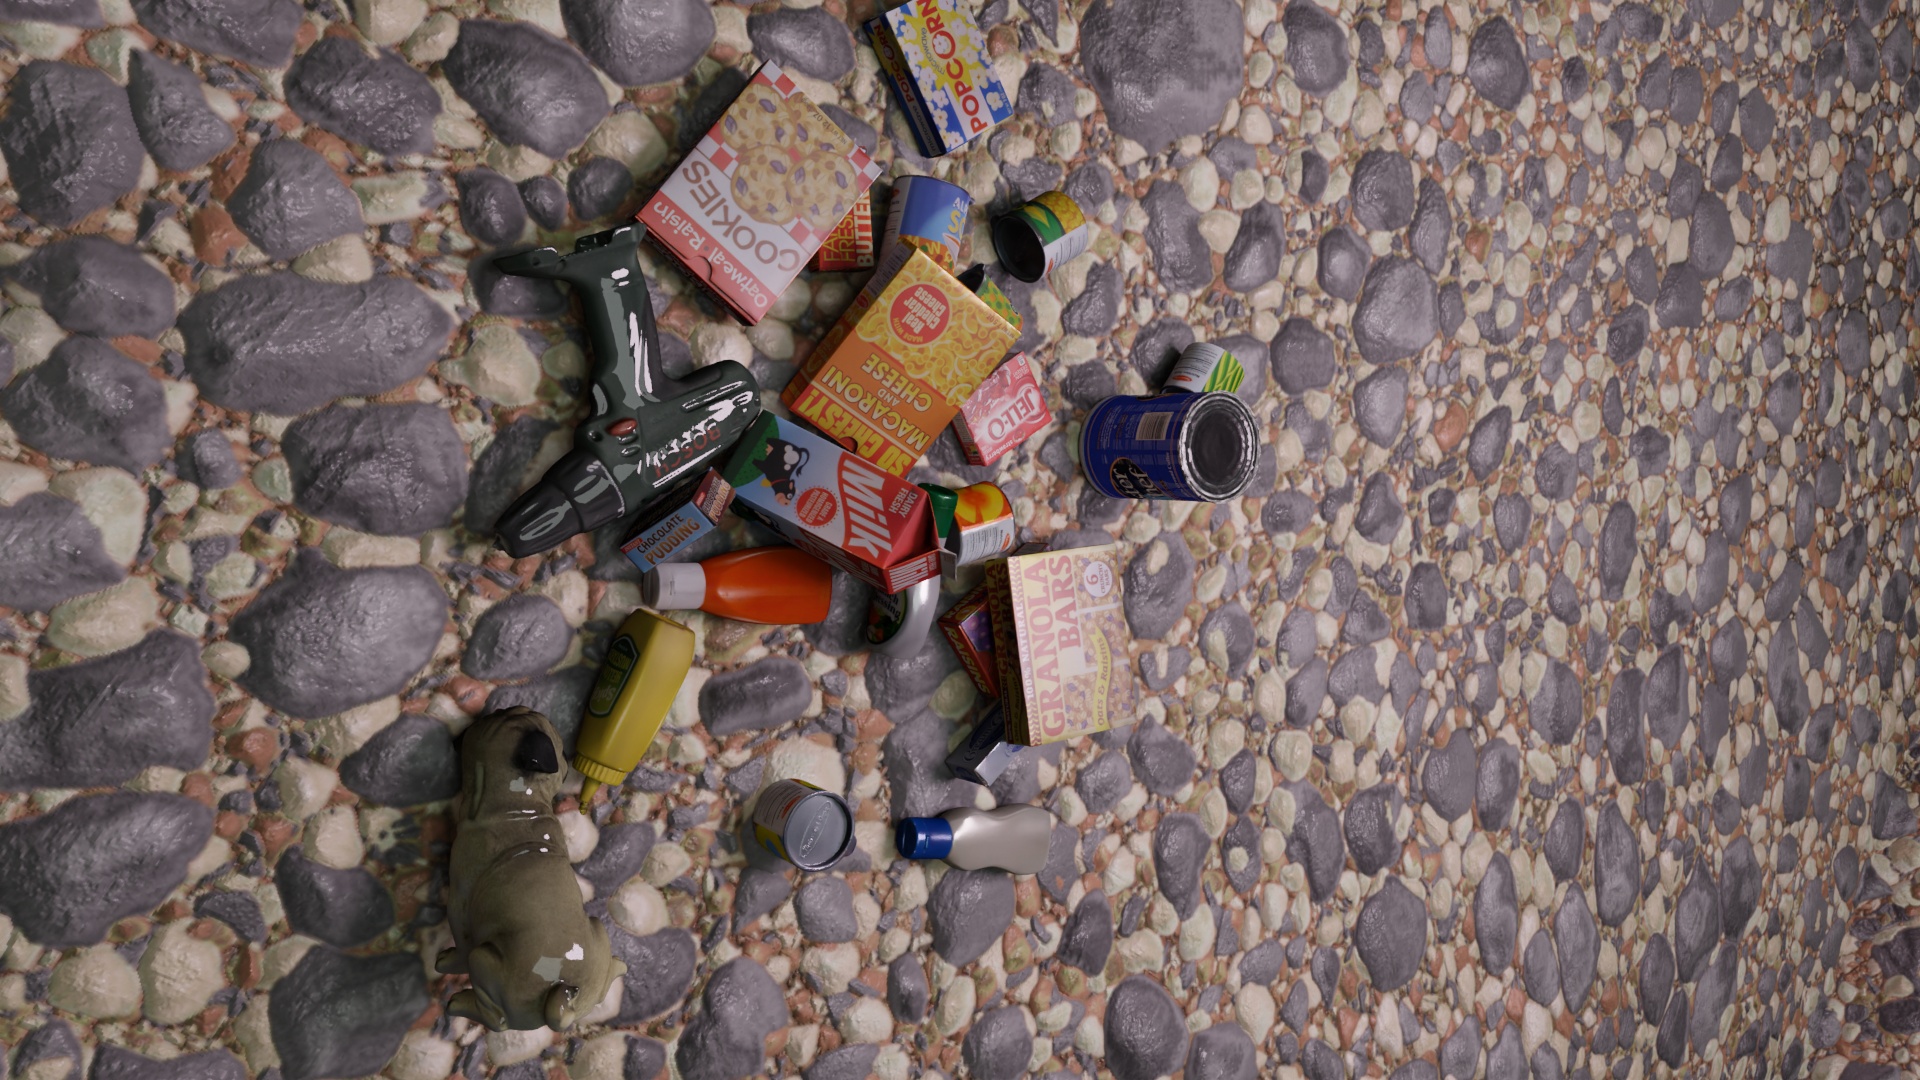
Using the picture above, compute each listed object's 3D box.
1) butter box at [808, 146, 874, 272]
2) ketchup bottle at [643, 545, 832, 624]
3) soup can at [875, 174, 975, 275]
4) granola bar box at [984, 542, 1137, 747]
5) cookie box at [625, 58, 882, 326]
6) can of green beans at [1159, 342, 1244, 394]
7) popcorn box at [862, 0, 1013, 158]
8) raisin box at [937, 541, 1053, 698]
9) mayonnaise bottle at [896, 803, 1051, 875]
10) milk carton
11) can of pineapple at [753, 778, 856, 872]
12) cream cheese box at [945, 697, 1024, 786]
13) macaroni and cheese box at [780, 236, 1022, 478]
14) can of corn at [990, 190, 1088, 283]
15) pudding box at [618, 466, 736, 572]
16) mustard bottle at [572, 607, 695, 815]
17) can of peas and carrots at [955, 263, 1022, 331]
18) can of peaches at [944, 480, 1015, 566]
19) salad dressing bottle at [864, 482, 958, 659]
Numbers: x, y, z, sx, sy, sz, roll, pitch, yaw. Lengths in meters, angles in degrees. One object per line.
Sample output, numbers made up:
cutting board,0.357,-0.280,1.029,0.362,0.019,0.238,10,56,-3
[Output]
butter box,-0.102,-0.275,1.154,0.053,0.024,0.103,-7,96,-33
ketchup bottle,-0.176,0.036,1.109,0.149,0.043,0.064,1,92,-34
soup can,-0.029,-0.258,1.179,0.071,0.071,0.084,14,85,-34
granola bar box,0.090,0.091,1.241,0.124,0.039,0.165,-7,90,-34
cookie box,-0.160,-0.270,1.087,0.123,0.040,0.168,42,76,-21
can of green beans,0.239,-0.154,1.371,0.071,0.071,0.058,42,70,-29
popcorn box,-0.017,-0.405,1.197,0.085,0.038,0.126,-37,112,-27
raisin box,0.049,0.071,1.270,0.124,0.040,0.086,-40,115,-25
mayonnaise bottle,0.013,0.269,1.256,0.148,0.041,0.065,9,86,-33
milk carton,-0.087,-0.021,1.086,0.191,0.072,0.073,27,74,9
can of pineapple,-0.128,0.235,1.145,0.071,0.058,0.071,-3,95,-34
cream cheese box,0.037,0.176,1.258,0.104,0.053,0.024,-46,112,-24
macaroni and cheese box,-0.049,-0.146,1.149,0.123,0.040,0.166,35,99,-31
can of corn,0.071,-0.276,1.250,0.058,0.071,0.071,-35,111,-29
pudding box,-0.213,-0.016,1.049,0.030,0.083,0.050,49,30,-21
mustard bottle,-0.255,0.132,1.050,0.049,0.065,0.160,28,81,-37
can of peas and carrots,0.014,-0.196,1.213,0.058,0.071,0.071,46,68,-28
can of peaches,0.004,-0.015,1.220,0.058,0.071,0.071,-17,103,-32
salad dressing bottle,-0.039,0.025,1.176,0.044,0.064,0.147,9,104,-35
